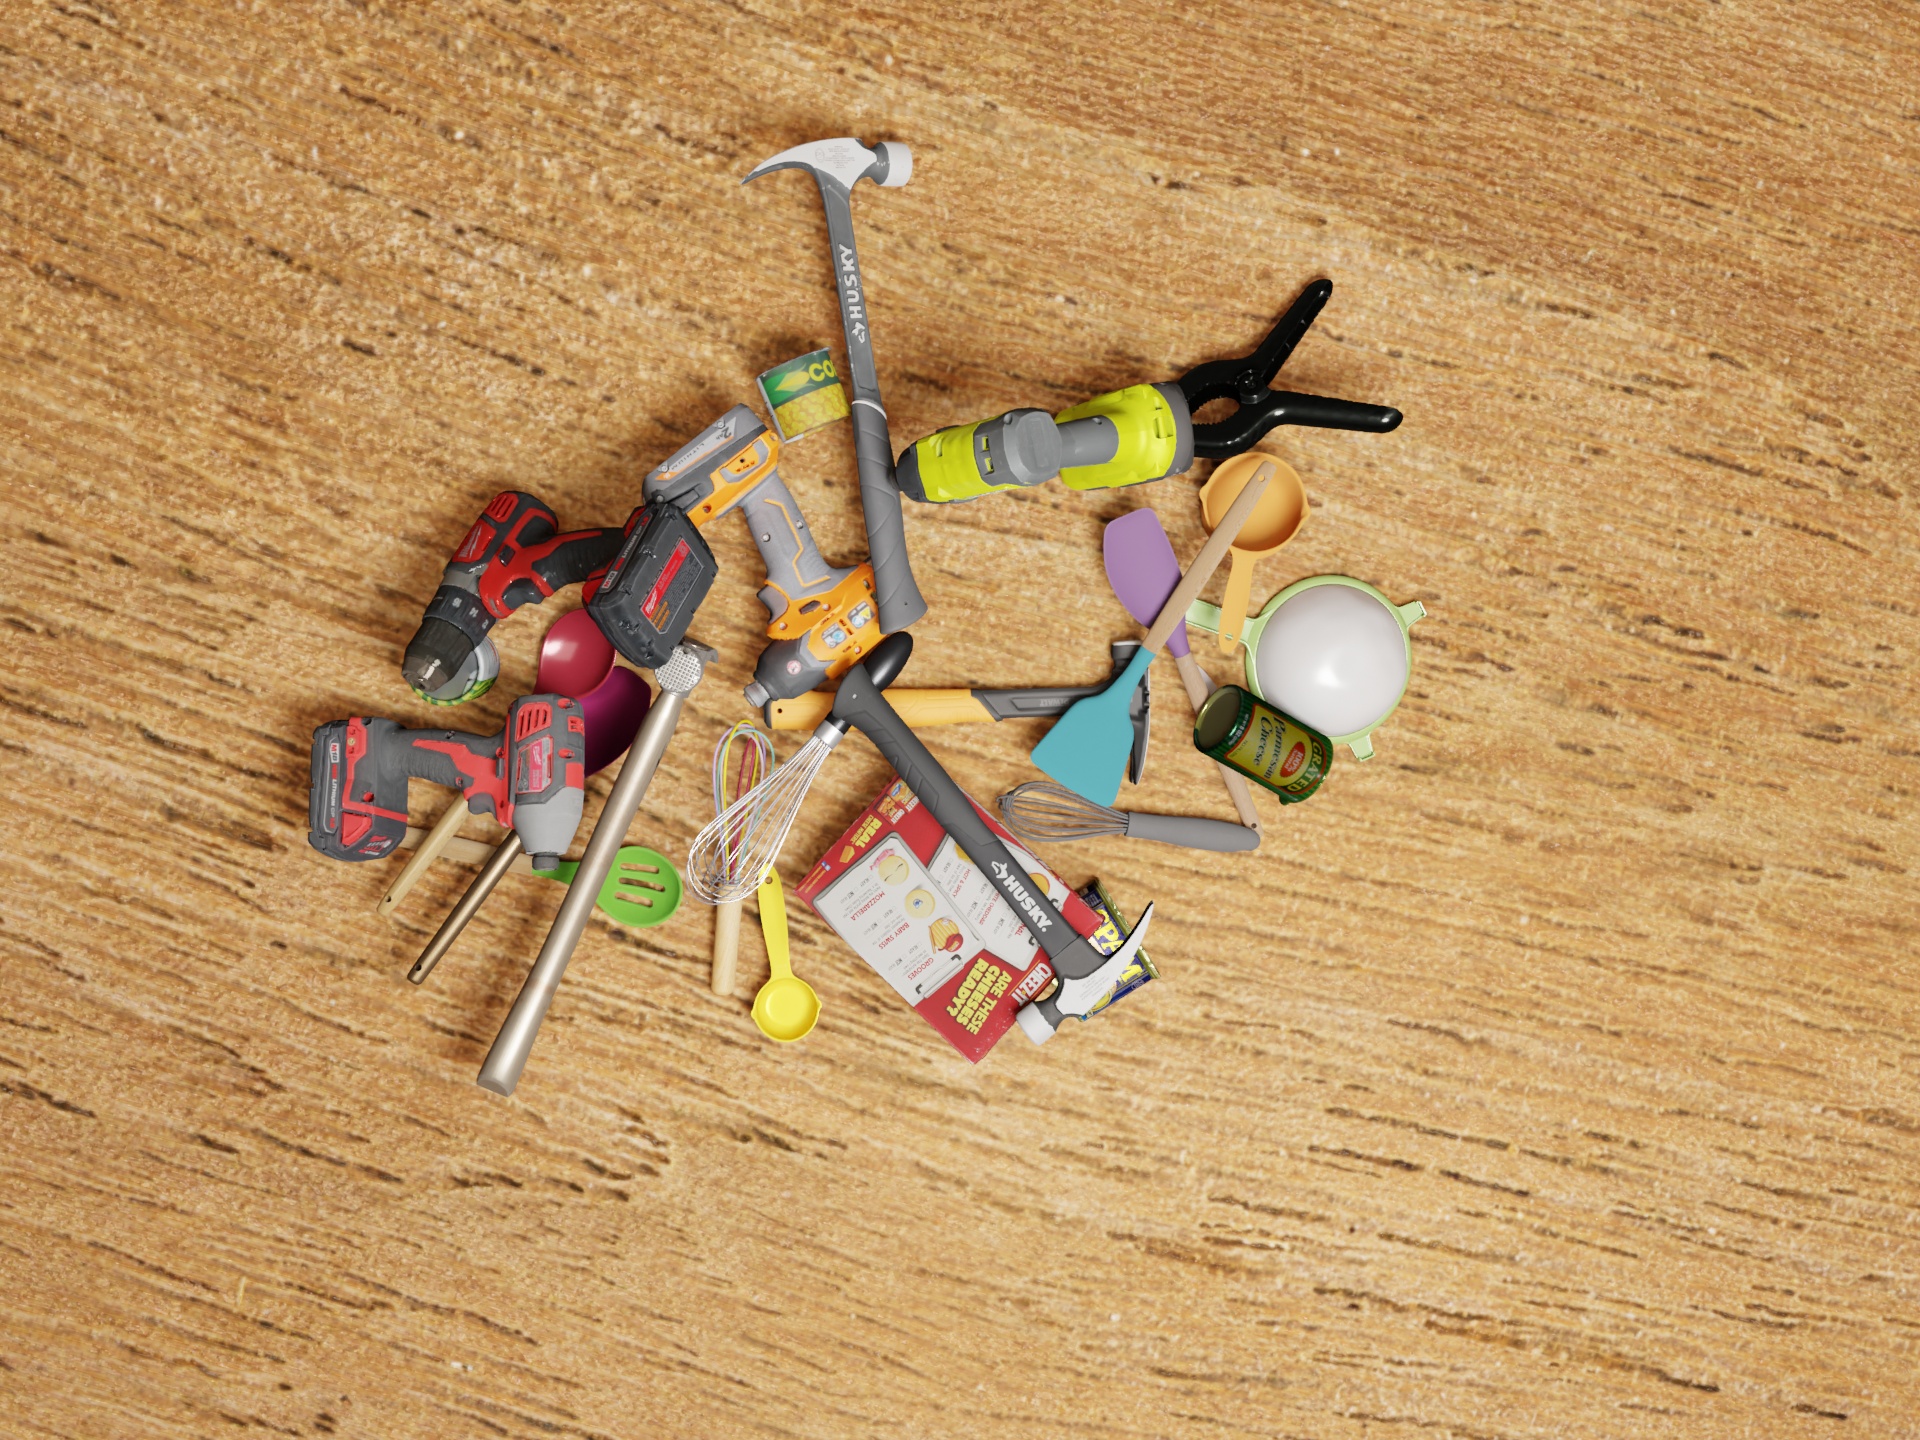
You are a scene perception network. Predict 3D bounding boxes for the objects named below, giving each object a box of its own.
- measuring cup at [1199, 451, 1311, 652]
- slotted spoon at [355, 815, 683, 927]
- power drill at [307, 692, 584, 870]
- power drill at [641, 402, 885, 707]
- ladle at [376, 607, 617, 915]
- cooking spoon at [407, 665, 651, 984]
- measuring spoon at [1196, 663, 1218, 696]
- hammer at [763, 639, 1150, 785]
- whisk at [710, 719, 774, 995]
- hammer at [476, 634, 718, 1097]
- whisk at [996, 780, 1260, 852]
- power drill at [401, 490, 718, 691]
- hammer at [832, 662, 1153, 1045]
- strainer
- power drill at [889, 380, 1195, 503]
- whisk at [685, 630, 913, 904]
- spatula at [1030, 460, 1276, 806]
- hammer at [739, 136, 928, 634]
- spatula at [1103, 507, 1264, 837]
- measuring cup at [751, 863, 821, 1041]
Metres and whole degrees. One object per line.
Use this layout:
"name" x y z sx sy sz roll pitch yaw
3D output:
"measuring cup" 0.242 -0.141 1.368 0.095 0.052 0.173 11 88 4
"slotted spoon" -0.393 0.118 1.374 0.313 0.031 0.070 13 94 -3
"power drill" -0.414 0.057 1.304 0.219 0.078 0.143 -5 78 10
"power drill" -0.166 -0.130 1.330 0.164 0.084 0.226 -41 99 -10
"ladle" -0.396 0.038 1.353 0.069 0.031 0.315 37 88 13
"cooking spoon" -0.370 0.090 1.356 0.069 0.017 0.319 34 83 9
"measuring spoon" 0.235 -0.003 1.407 0.034 0.018 0.124 -38 97 1
"hammer" -0.002 -0.004 1.384 0.337 0.034 0.127 -1 94 -4
"whisk" -0.194 0.120 1.382 0.051 0.047 0.245 5 100 -5
"hammer" -0.302 0.121 1.323 0.038 0.146 0.410 25 95 -4
"whisk" 0.148 0.089 1.393 0.239 0.055 0.055 8 95 -6
"power drill" -0.325 -0.096 1.256 0.227 0.080 0.188 7 57 29
"hammer" 0.014 0.089 1.291 0.146 0.035 0.335 -40 85 3
"strainer" 0.280 -0.068 1.379 0.256 0.069 0.151 19 94 -7
"power drill" 0.065 -0.217 1.279 0.223 0.171 0.080 -15 98 -39
"whisk" -0.132 0.036 1.332 0.070 0.070 0.284 39 83 -6
"spatula" 0.174 -0.079 1.337 0.082 0.044 0.317 32 102 1
"hammer" -0.082 -0.274 1.303 0.149 0.036 0.409 -9 90 -30
"spatula" 0.200 -0.034 1.382 0.060 0.018 0.315 -23 105 7
"measuring cup" -0.160 0.204 1.403 0.062 0.029 0.156 -8 84 -3
